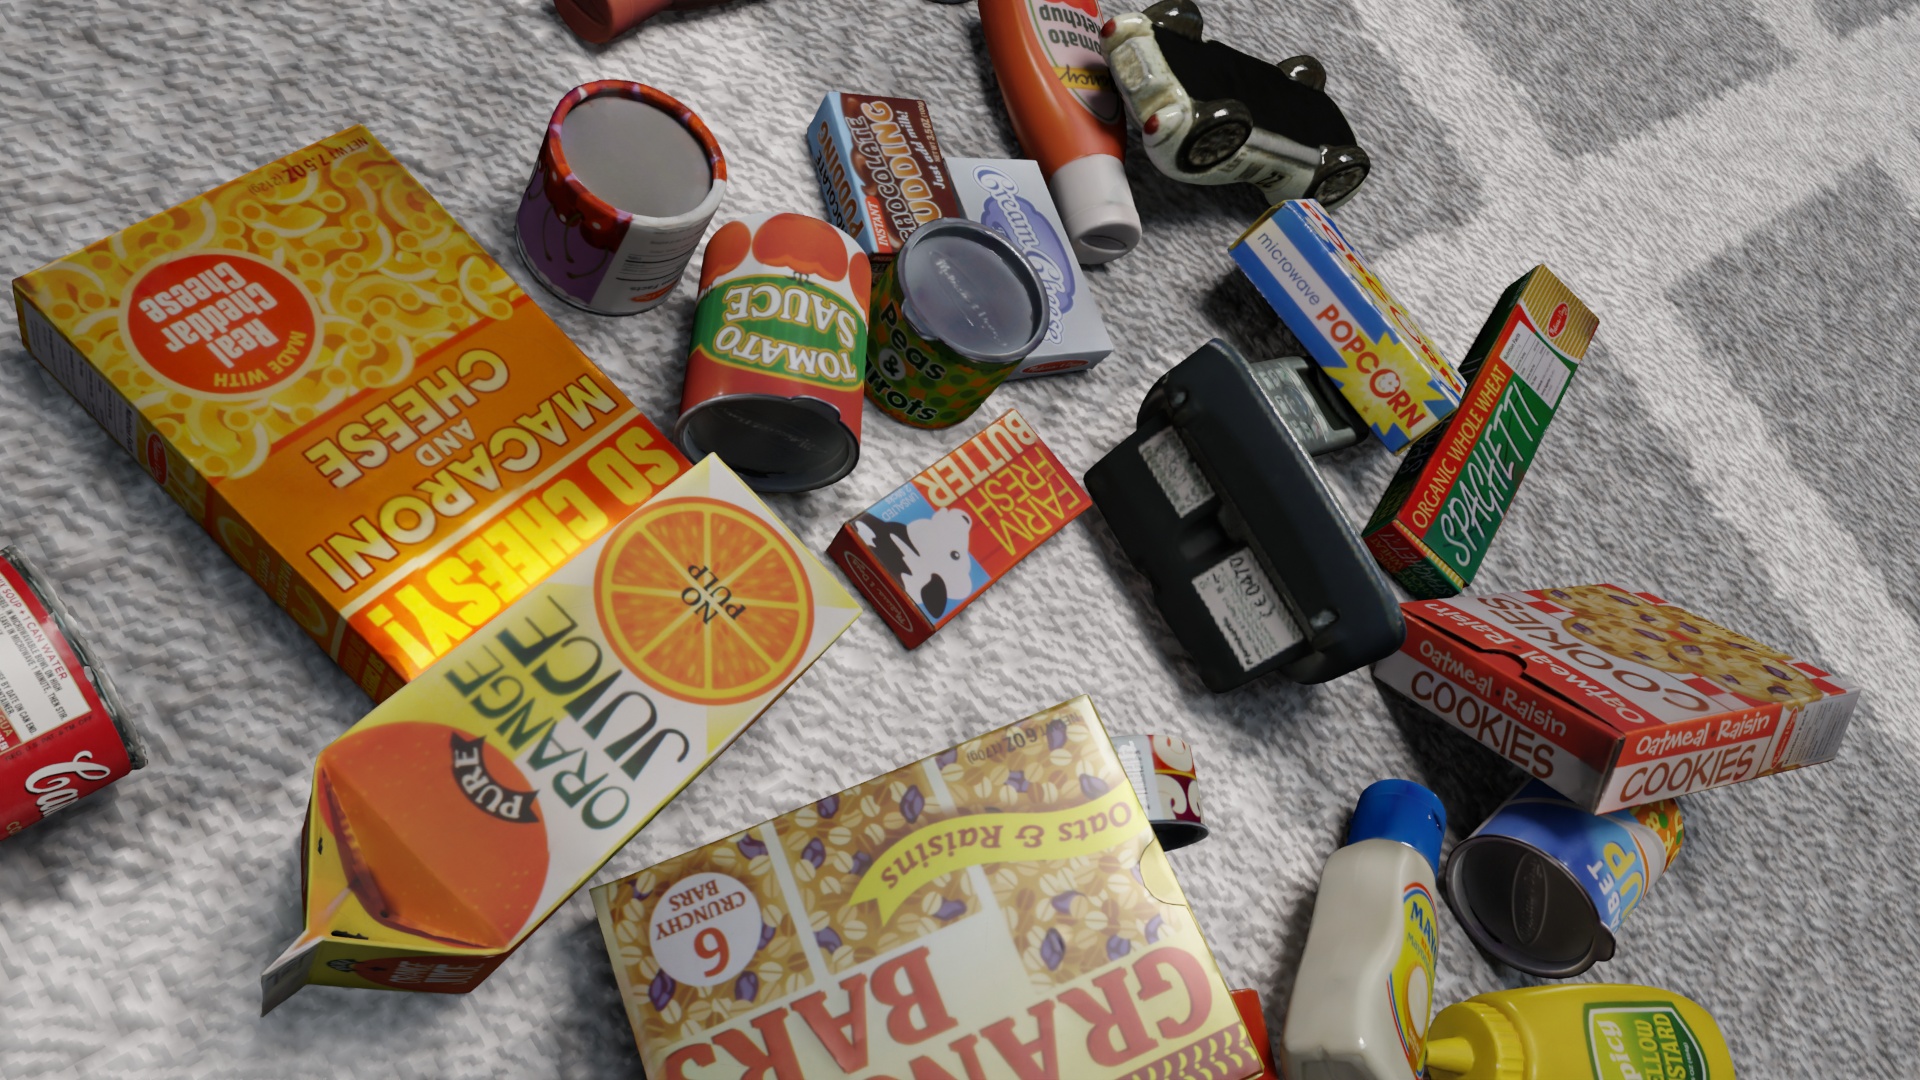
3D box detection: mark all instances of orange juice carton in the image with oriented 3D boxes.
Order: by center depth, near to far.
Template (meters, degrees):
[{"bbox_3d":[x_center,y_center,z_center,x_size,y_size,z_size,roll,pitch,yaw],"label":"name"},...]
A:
[{"bbox_3d":[-0.124,0.064,0.413,0.073,0.071,0.194,46,53,0],"label":"orange juice carton"}]

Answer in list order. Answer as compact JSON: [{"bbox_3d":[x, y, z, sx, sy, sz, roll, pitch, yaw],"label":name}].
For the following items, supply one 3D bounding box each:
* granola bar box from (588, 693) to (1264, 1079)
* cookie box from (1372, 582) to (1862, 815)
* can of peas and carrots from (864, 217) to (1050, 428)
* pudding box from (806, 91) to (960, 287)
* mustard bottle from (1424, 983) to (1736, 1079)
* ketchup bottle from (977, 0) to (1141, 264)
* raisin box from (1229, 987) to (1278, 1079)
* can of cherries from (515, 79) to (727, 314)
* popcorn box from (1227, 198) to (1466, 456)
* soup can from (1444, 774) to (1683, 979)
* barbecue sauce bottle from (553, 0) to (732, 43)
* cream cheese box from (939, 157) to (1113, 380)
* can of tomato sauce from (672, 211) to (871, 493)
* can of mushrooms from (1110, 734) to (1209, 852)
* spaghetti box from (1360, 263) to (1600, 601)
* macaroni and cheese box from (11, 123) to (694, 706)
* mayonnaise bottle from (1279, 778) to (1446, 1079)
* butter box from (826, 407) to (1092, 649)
[{"bbox_3d":[-0.011,0.134,0.417,0.166,0.039,0.124,-20,69,-13],"label":"granola bar box"},{"bbox_3d":[0.288,0.062,0.615,0.168,0.040,0.123,-3,23,-30],"label":"cookie box"},{"bbox_3d":[-0.008,-0.085,0.562,0.071,0.058,0.071,12,61,-23],"label":"can of peas and carrots"},{"bbox_3d":[-0.032,-0.151,0.600,0.050,0.030,0.084,-4,68,-29],"label":"pudding box"},{"bbox_3d":[0.236,0.208,0.551,0.160,0.048,0.065,12,59,-24],"label":"mustard bottle"},{"bbox_3d":[0.052,-0.204,0.665,0.065,0.043,0.149,4,64,-36],"label":"ketchup bottle"},{"bbox_3d":[0.050,0.201,0.458,0.123,0.040,0.086,1,64,-27],"label":"raisin box"},{"bbox_3d":[-0.129,-0.129,0.518,0.071,0.058,0.072,13,61,-23],"label":"can of cherries"},{"bbox_3d":[0.190,-0.107,0.674,0.127,0.038,0.085,52,25,4],"label":"popcorn box"},{"bbox_3d":[0.259,0.135,0.588,0.084,0.071,0.071,-27,81,-36],"label":"soup can"},{"bbox_3d":[-0.113,-0.262,0.605,0.065,0.043,0.149,44,54,-2],"label":"barbecue sauce bottle"},{"bbox_3d":[0.025,-0.122,0.620,0.053,0.024,0.104,-9,71,-34],"label":"cream cheese box"},{"bbox_3d":[-0.067,-0.070,0.514,0.071,0.071,0.083,15,59,-22],"label":"can of tomato sauce"},{"bbox_3d":[0.054,0.095,0.500,0.071,0.070,0.033,4,63,-27],"label":"can of mushrooms"},{"bbox_3d":[0.275,-0.062,0.724,0.050,0.028,0.251,43,53,-3],"label":"spaghetti box"},{"bbox_3d":[-0.189,-0.042,0.452,0.166,0.040,0.124,46,53,0],"label":"macaroni and cheese box"},{"bbox_3d":[0.157,0.151,0.524,0.064,0.041,0.149,63,35,-22],"label":"mayonnaise bottle"},{"bbox_3d":[0.002,-0.007,0.548,0.104,0.024,0.053,-37,86,-37],"label":"butter box"}]
